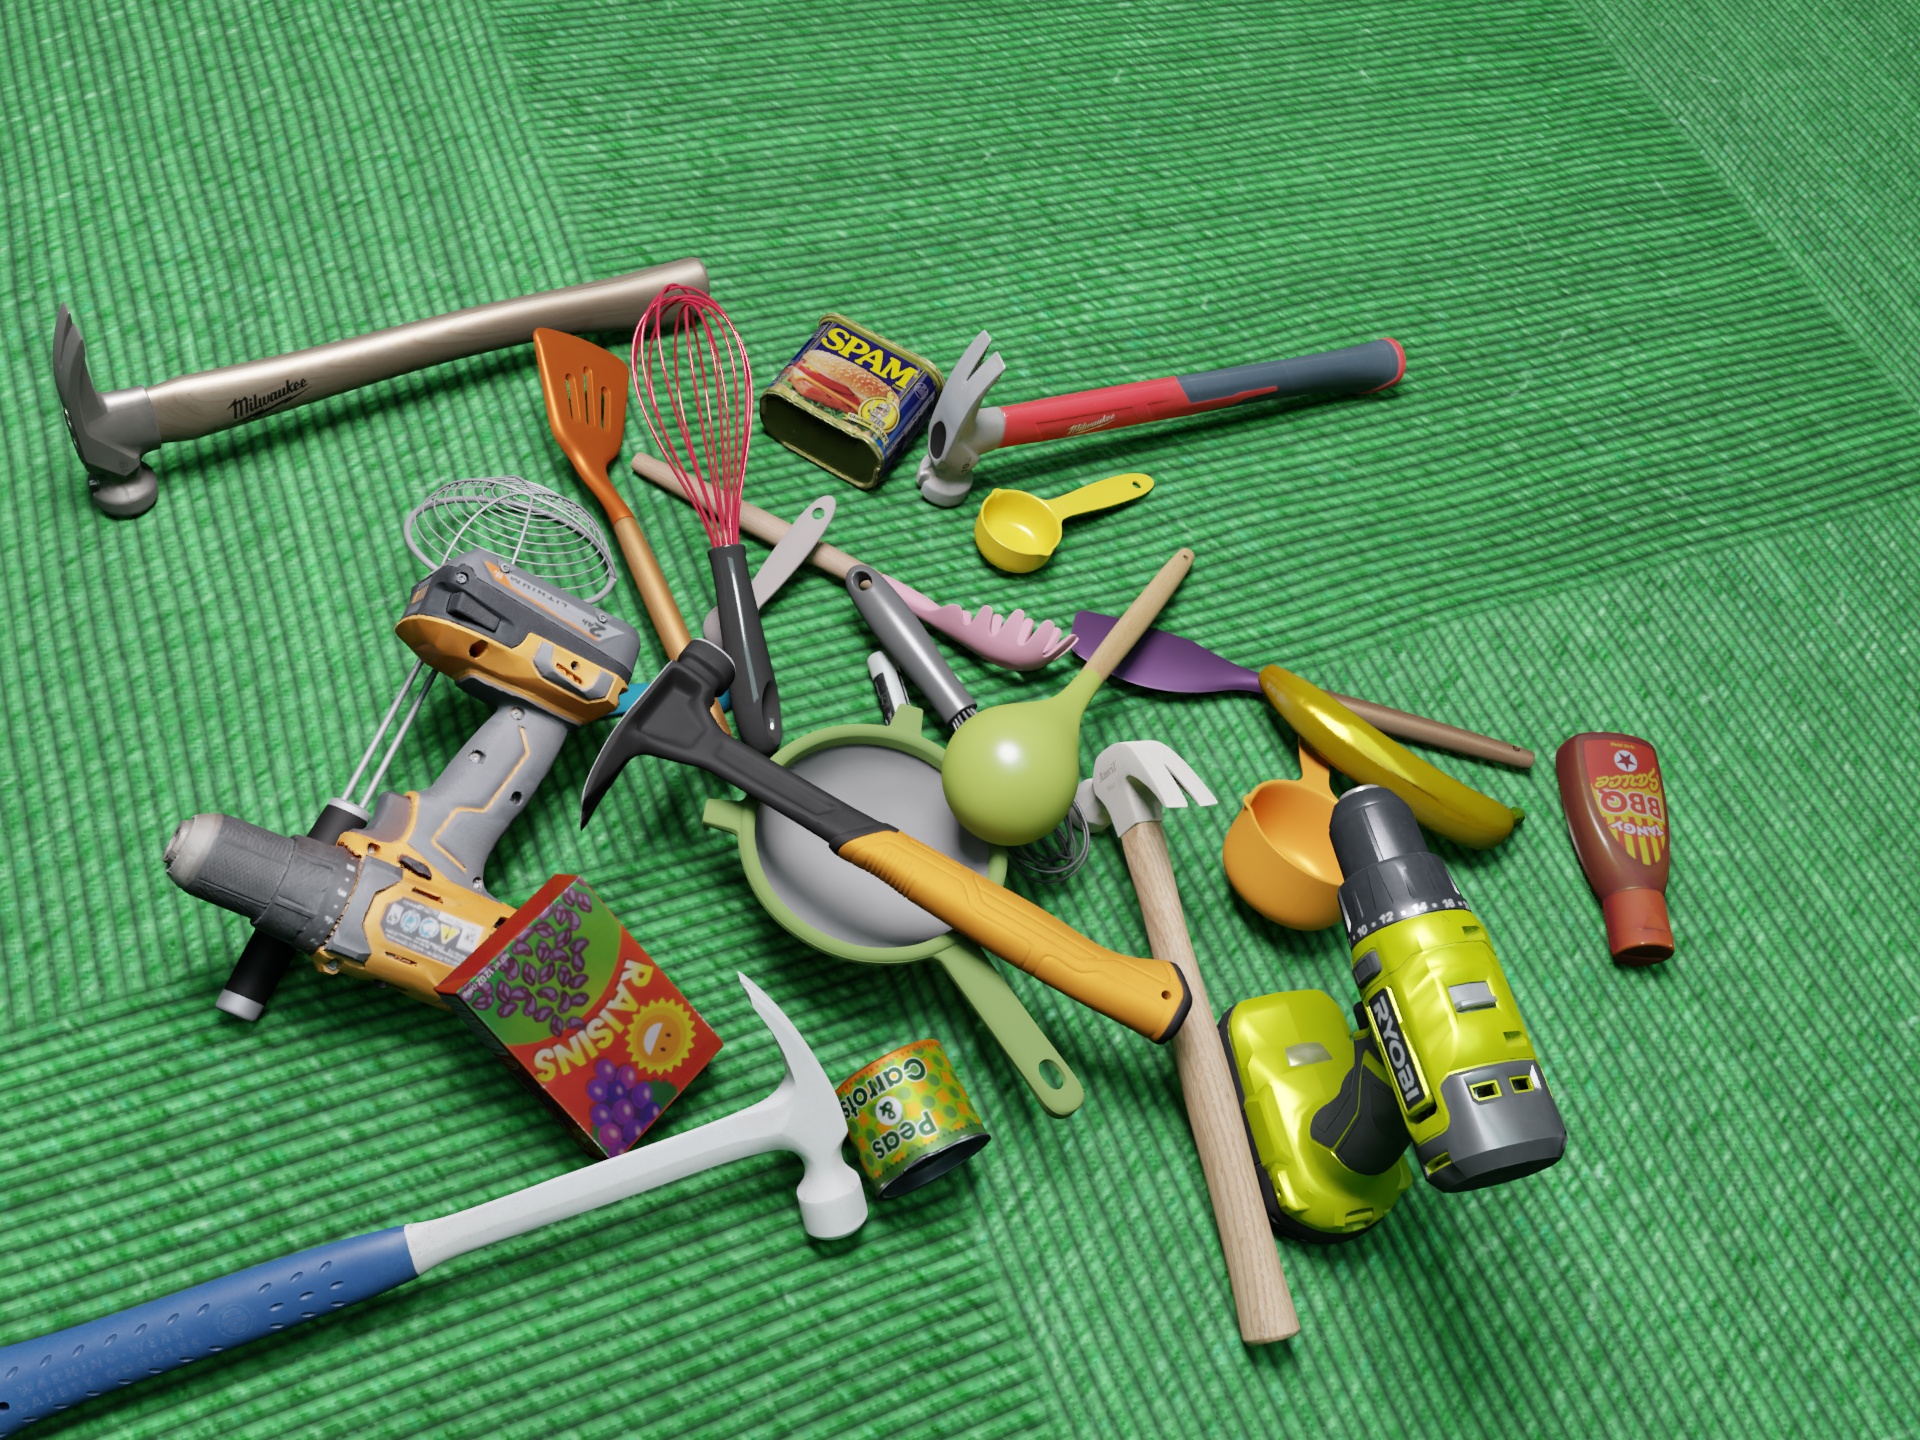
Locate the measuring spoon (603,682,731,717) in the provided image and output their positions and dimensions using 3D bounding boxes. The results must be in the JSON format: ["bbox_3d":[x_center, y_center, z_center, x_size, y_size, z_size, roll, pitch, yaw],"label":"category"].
[{"bbox_3d":[-0.195,-0.019,0.959,0.128,0.021,0.042,-10,62,-19],"label":"measuring spoon"}]

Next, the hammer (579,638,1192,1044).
[{"bbox_3d":[-0.033,0.081,0.842,0.337,0.034,0.127,29,53,4],"label":"hammer"}]

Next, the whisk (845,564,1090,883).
[{"bbox_3d":[-0.002,-0.002,0.966,0.055,0.055,0.239,-28,71,-25],"label":"whisk"}]

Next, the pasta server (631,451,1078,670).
[{"bbox_3d":[-0.073,-0.107,1.029,0.316,0.060,0.040,27,92,9],"label":"pasta server"}]

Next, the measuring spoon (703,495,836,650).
[{"bbox_3d":[-0.119,-0.095,0.999,0.034,0.018,0.124,34,80,14],"label":"measuring spoon"}]

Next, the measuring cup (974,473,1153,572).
[{"bbox_3d":[0.074,-0.140,1.092,0.156,0.029,0.062,-23,66,-36],"label":"measuring cup"}]

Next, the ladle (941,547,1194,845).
[{"bbox_3d":[0.081,-0.030,0.977,0.078,0.062,0.320,44,39,-2],"label":"ladle"}]

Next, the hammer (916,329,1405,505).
[{"bbox_3d":[0.159,-0.235,1.105,0.386,0.143,0.038,-15,66,-24],"label":"hammer"}]

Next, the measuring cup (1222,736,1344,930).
[{"bbox_3d":[0.208,0.062,0.984,0.095,0.052,0.174,24,33,-3],"label":"measuring cup"}]

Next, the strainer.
[{"bbox_3d":[-0.022,0.120,0.884,0.151,0.069,0.256,-28,69,-30],"label":"strainer"}]

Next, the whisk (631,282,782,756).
[{"bbox_3d":[-0.147,-0.123,0.966,0.073,0.073,0.296,-10,86,-17],"label":"whisk"}]

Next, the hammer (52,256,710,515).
[{"bbox_3d":[-0.346,-0.243,1.008,0.410,0.146,0.038,-23,66,-28],"label":"hammer"}]

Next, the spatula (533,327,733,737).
[{"bbox_3d":[-0.194,-0.109,0.983,0.081,0.041,0.323,12,45,-54],"label":"spatula"}]

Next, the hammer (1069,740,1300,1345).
[{"bbox_3d":[0.128,0.167,0.873,0.031,0.130,0.331,-5,69,-20],"label":"hammer"}]

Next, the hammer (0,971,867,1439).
[{"bbox_3d":[-0.251,0.242,0.755,0.405,0.035,0.144,-16,105,-14],"label":"hammer"}]

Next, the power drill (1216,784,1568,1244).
[{"bbox_3d":[0.204,0.159,0.810,0.080,0.228,0.191,-6,61,-15],"label":"power drill"}]

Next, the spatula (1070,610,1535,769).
[{"bbox_3d":[0.224,-0.014,1.043,0.316,0.018,0.060,15,44,-2],"label":"spatula"}]

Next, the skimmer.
[{"bbox_3d":[-0.317,0.007,0.917,0.127,0.090,0.363,23,68,-3],"label":"skimmer"}]

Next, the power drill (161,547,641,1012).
[{"bbox_3d":[-0.283,0.025,0.829,0.185,0.084,0.226,28,67,-29],"label":"power drill"}]
